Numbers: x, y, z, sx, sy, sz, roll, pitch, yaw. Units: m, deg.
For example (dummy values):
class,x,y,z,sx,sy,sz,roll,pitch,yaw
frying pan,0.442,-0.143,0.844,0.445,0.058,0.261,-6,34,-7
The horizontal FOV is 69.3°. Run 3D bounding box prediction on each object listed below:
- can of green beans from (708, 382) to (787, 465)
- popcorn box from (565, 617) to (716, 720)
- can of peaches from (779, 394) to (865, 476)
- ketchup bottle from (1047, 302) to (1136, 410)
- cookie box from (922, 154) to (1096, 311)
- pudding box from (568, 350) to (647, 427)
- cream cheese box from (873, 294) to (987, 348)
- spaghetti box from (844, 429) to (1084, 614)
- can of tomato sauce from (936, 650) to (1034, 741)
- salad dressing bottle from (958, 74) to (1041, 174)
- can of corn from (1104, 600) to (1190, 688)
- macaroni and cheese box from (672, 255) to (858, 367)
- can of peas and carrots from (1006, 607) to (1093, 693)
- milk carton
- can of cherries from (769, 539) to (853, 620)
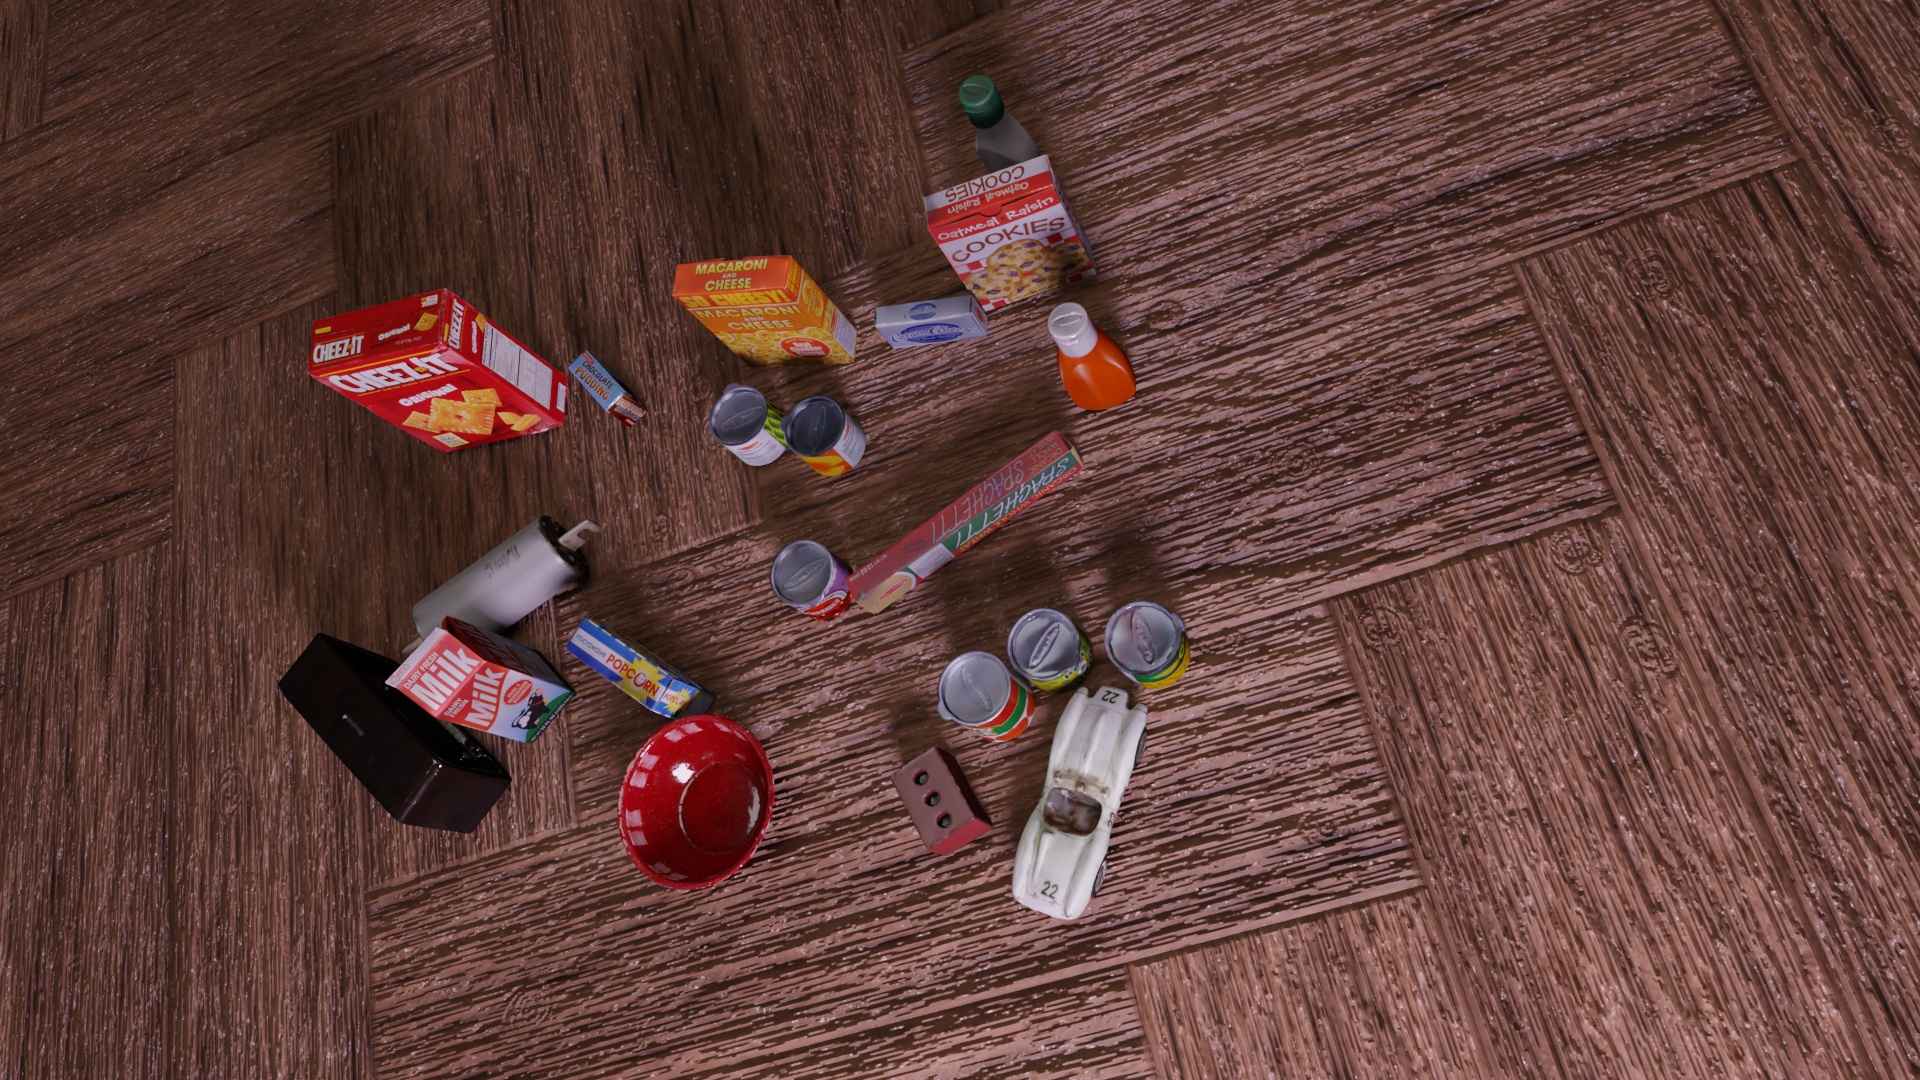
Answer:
class,x,y,z,sx,sy,sz,roll,pitch,yaw
can of green beans,-0.215,-0.117,1.420,0.071,0.057,0.071,-6,70,17
popcorn box,-0.311,0.128,1.351,0.127,0.085,0.038,29,83,26
can of peaches,-0.137,-0.104,1.389,0.071,0.058,0.071,-6,70,17
ketchup bottle,0.116,-0.168,1.272,0.064,0.148,0.043,-13,68,15
cookie box,0.050,-0.289,1.329,0.123,0.167,0.040,-17,67,13
pudding box,-0.381,-0.164,1.500,0.030,0.049,0.084,-45,63,0
cream cheese box,-0.029,-0.219,1.395,0.104,0.053,0.024,-4,70,18
spaghetti box,0.005,-0.016,1.312,0.250,0.050,0.029,-35,64,4
can of tomato sauce,0.023,0.141,1.231,0.071,0.083,0.071,-6,70,17
salad dressing bottle,0.038,-0.406,1.386,0.064,0.147,0.044,22,80,25
can of corn,0.166,0.091,1.212,0.071,0.058,0.071,-6,70,17
macaroni and cheese box,-0.192,-0.227,1.392,0.124,0.166,0.040,0,72,19
can of peas and carrots,0.083,0.100,1.238,0.071,0.058,0.071,-6,70,17
milk carton,-0.468,0.133,1.345,0.073,0.190,0.072,41,88,26
can of cherries,-0.141,0.041,1.338,0.071,0.058,0.071,-6,70,17
